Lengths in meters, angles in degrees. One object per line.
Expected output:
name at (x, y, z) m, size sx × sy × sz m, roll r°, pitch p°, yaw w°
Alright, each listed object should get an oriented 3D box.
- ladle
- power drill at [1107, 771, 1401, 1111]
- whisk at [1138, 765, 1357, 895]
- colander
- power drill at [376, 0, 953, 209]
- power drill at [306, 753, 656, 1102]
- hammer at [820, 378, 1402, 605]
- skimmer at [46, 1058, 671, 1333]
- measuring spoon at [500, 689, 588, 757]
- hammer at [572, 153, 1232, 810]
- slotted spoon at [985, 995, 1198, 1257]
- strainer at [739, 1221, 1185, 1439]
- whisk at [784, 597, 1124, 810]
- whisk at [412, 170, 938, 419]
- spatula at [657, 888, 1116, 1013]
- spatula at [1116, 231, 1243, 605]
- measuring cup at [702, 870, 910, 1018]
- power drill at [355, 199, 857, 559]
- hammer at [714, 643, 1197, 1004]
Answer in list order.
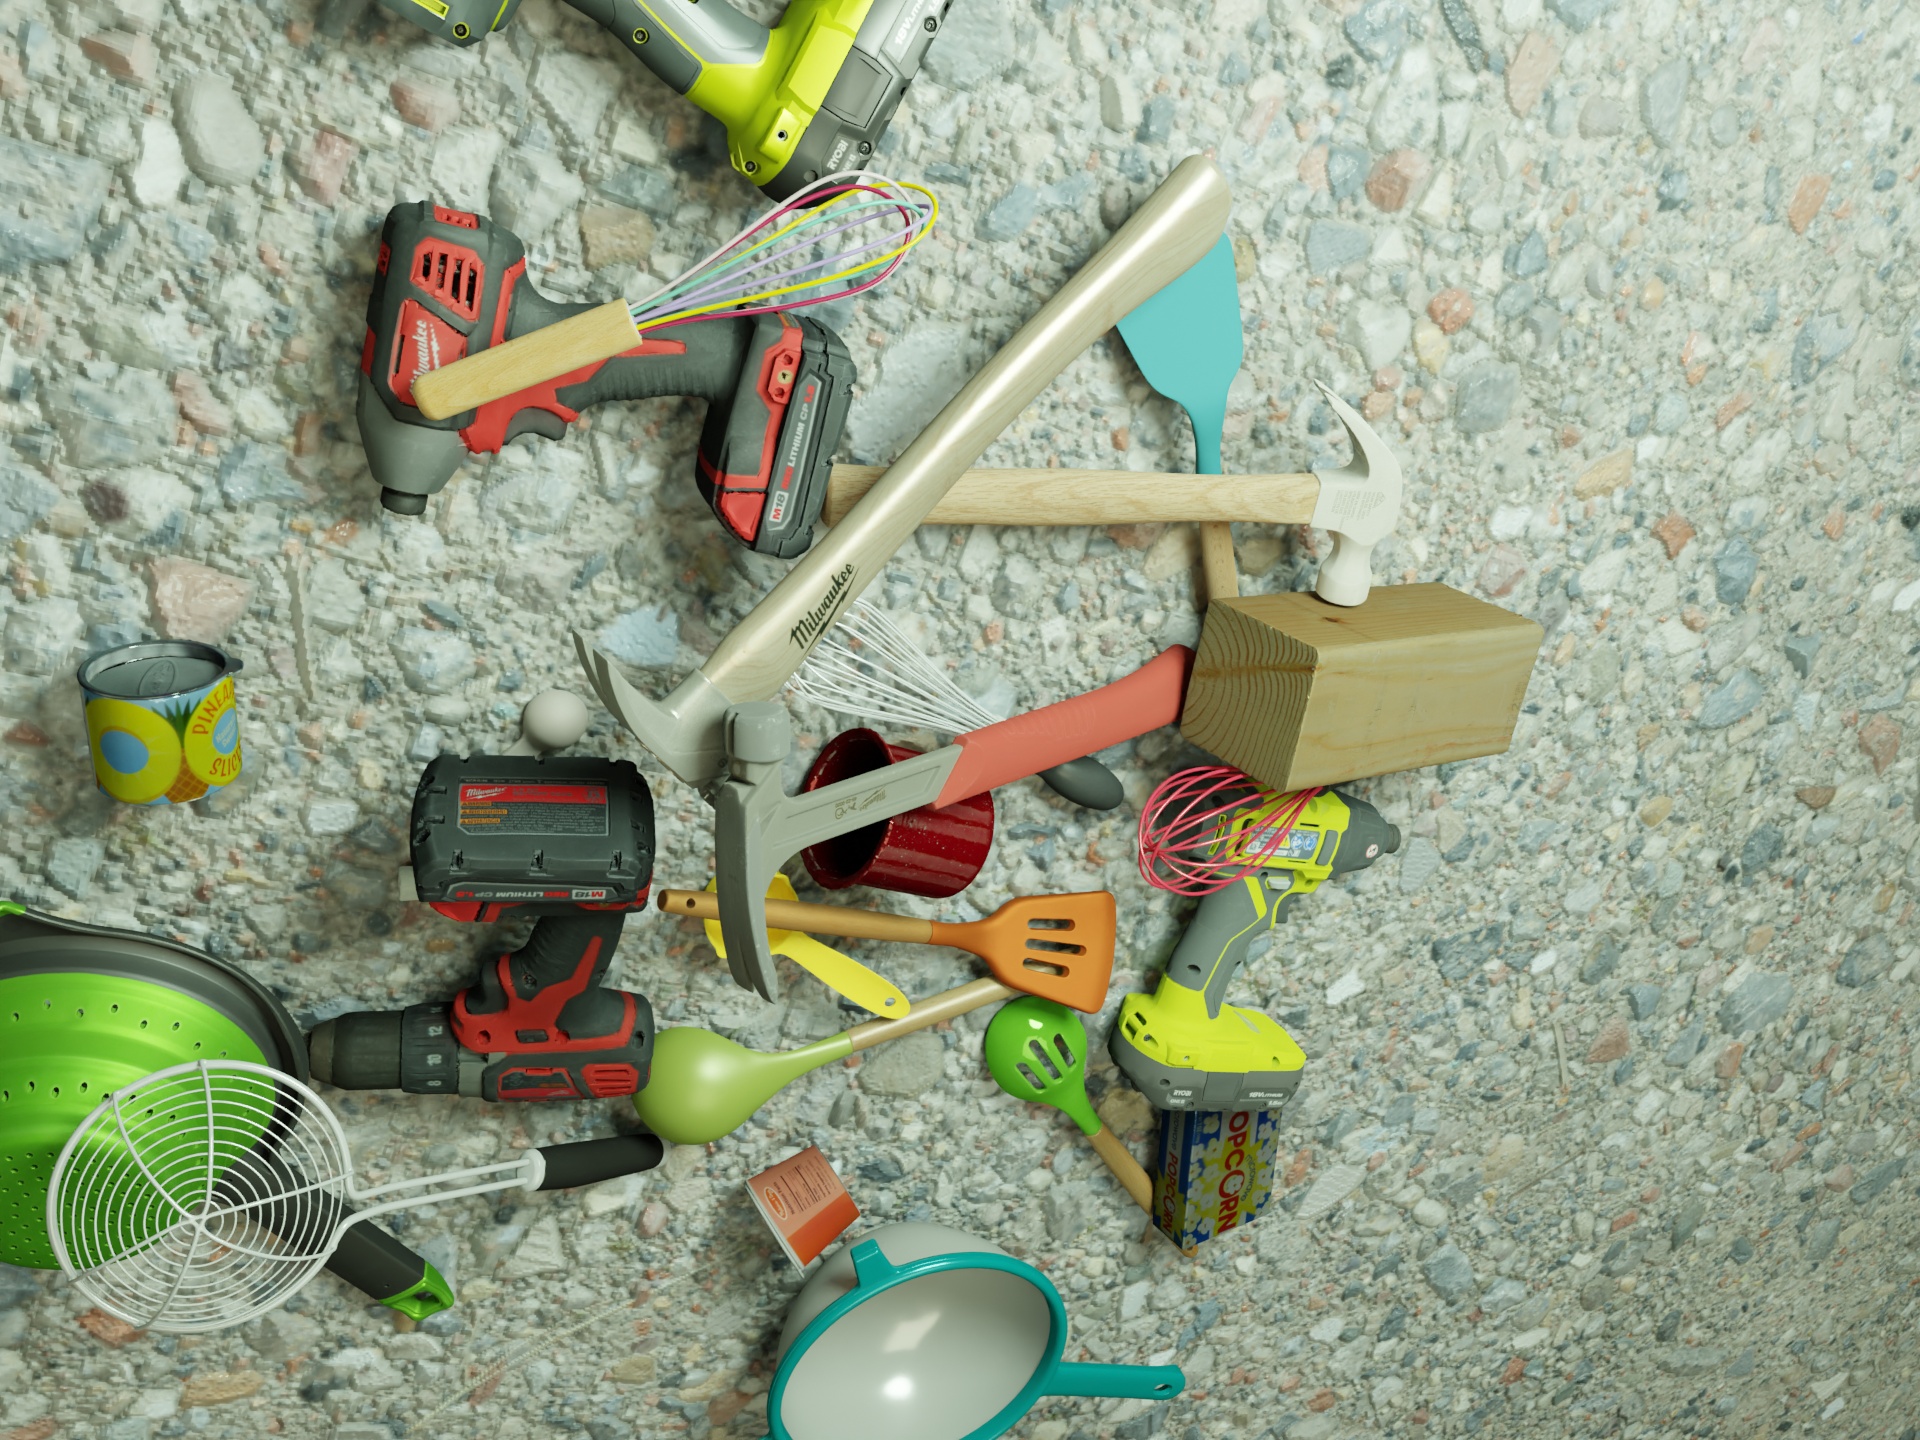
ladle at (-0.052, 0.191, 1.015) m, size 0.320 × 0.062 × 0.078 m, roll -16°, pitch 113°, yaw -22°
power drill at (0.198, 0.148, 1.071) m, size 0.171 × 0.080 × 0.223 m, roll 8°, pitch 109°, yaw -25°
whisk at (0.208, 0.041, 0.983) m, size 0.296 × 0.073 × 0.073 m, roll -18°, pitch 124°, yaw -41°
colander at (-0.405, 0.258, 0.843) m, size 0.204 × 0.095 × 0.396 m, roll -26°, pitch 129°, yaw 9°
power drill at (-0.121, -0.347, 0.686) m, size 0.228 × 0.080 × 0.190 m, roll 24°, pitch 105°, yaw -28°
power drill at (-0.254, 0.125, 0.850) m, size 0.188 × 0.080 × 0.226 m, roll 2°, pitch 131°, yaw -15°
hammer at (0.088, -0.126, 0.881) m, size 0.331 × 0.031 × 0.130 m, roll -1°, pitch 125°, yaw -12°
skimmer at (-0.294, 0.240, 0.855) m, size 0.363 × 0.090 × 0.127 m, roll 18°, pitch 82°, yaw -63°
measuring spoon at (-0.248, 0.034, 0.859) m, size 0.124 × 0.018 × 0.034 m, roll -46°, pitch 123°, yaw 5°
hammer at (-0.012, -0.136, 0.784) m, size 0.410 × 0.038 × 0.146 m, roll -48°, pitch 145°, yaw -8°
slotted spoon at (0.107, 0.304, 1.141) m, size 0.070 × 0.031 × 0.313 m, roll -37°, pitch 125°, yaw -5°
strainer at (0.012, 0.433, 1.128) m, size 0.340 × 0.095 × 0.211 m, roll 18°, pitch 110°, yaw -31°
whisk at (-0.001, -0.003, 0.924) m, size 0.284 × 0.070 × 0.070 m, roll 27°, pitch 103°, yaw -36°
whisk at (-0.125, -0.186, 0.705) m, size 0.245 × 0.051 × 0.047 m, roll -21°, pitch 83°, yaw -1°
spatula at (-0.034, 0.125, 0.957) m, size 0.322 × 0.041 × 0.081 m, roll 13°, pitch 82°, yaw -39°
spatula at (0.146, -0.124, 0.943) m, size 0.082 × 0.044 × 0.317 m, roll -22°, pitch 126°, yaw -12°
measuring cup at (-0.091, 0.137, 0.964) m, size 0.156 × 0.029 × 0.062 m, roll 38°, pitch 93°, yaw -28°
power drill at (-0.173, -0.151, 0.765) m, size 0.219 × 0.079 × 0.143 m, roll 9°, pitch 111°, yaw -23°
hammer at (0.019, 0.028, 0.872) m, size 0.359 × 0.037 × 0.149 m, roll -17°, pitch 116°, yaw -41°
